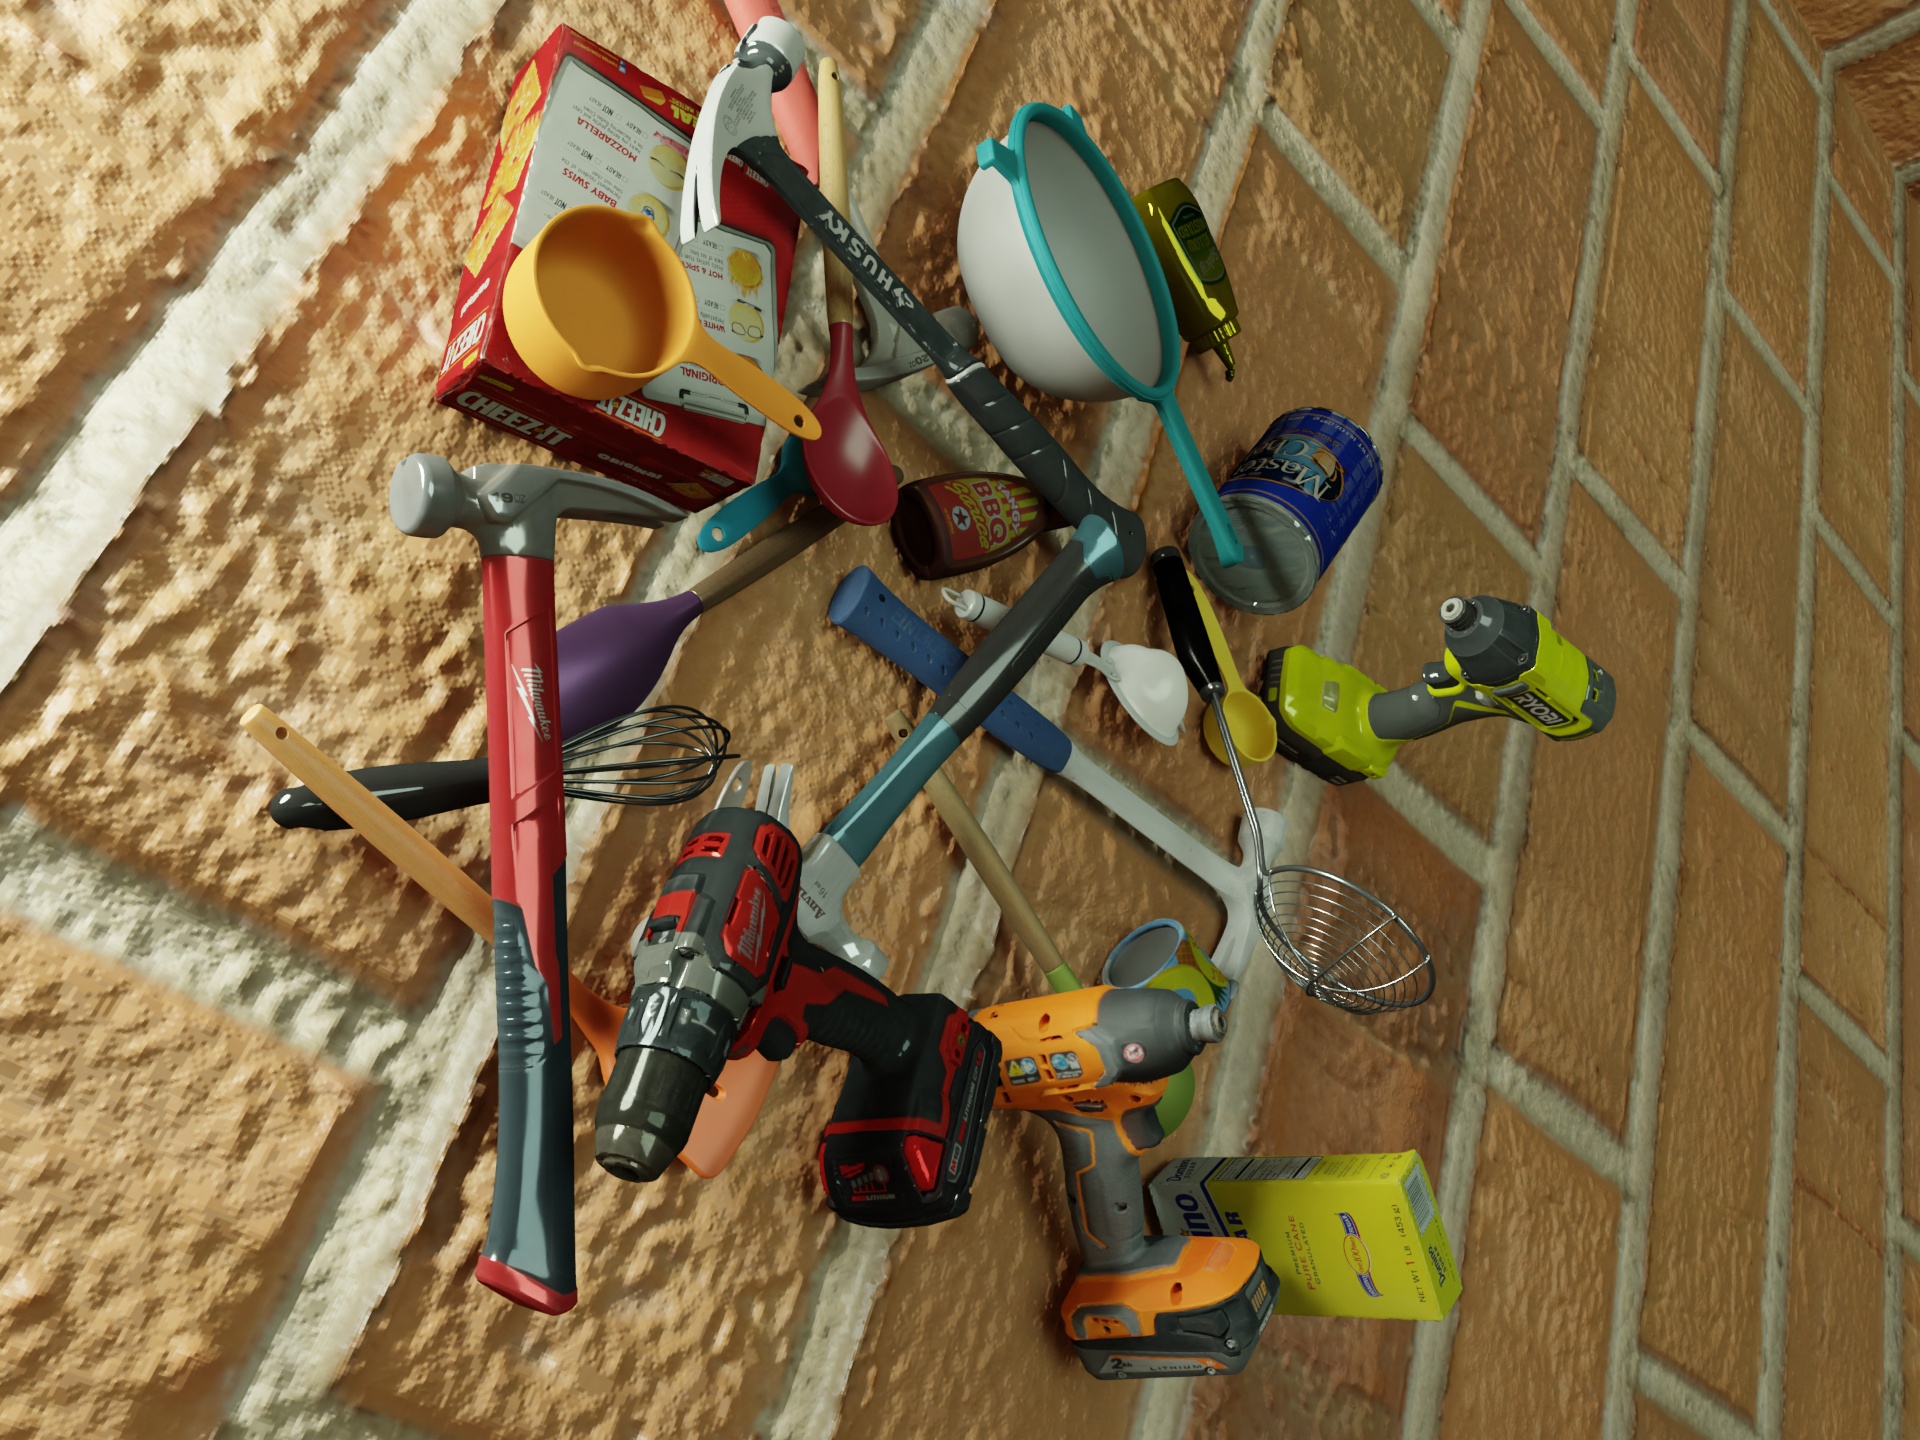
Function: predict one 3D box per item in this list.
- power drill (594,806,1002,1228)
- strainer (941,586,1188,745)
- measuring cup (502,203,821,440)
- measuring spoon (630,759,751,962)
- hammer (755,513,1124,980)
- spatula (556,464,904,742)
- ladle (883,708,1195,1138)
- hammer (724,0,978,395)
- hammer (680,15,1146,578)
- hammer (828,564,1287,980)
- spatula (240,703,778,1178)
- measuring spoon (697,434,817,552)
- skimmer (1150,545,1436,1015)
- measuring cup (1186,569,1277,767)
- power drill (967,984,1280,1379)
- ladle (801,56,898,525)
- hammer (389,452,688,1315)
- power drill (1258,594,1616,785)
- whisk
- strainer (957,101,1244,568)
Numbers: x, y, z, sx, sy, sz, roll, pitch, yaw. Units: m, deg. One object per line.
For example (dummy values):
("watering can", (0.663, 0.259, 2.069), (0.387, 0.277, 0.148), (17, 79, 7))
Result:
("power drill", (-0.082, 0.176, 0.798), (0.226, 0.080, 0.188), (48, 42, -34))
("strainer", (0.083, -0.043, 1.059), (0.258, 0.050, 0.087), (21, 40, -39))
("measuring cup", (-0.150, -0.184, 0.808), (0.173, 0.052, 0.095), (31, 61, -33))
("measuring spoon", (-0.143, 0.075, 0.841), (0.124, 0.018, 0.034), (-66, 152, -16))
("hammer", (-0.002, -0.003, 0.952), (0.128, 0.033, 0.331), (51, 63, -21))
("spatula", (-0.133, -0.077, 0.909), (0.316, 0.018, 0.059), (-41, 109, -39))
("ladle", (0.044, 0.129, 0.993), (0.078, 0.062, 0.320), (-33, 93, 3))
("hammer", (-0.110, -0.384, 1.004), (0.149, 0.037, 0.359), (-29, 98, -42))
("hammer", (-0.010, -0.221, 0.968), (0.408, 0.036, 0.149), (42, 54, -33))
("hammer", (0.074, 0.034, 1.048), (0.405, 0.035, 0.144), (36, 56, -29))
("spatula", (-0.210, 0.102, 0.759), (0.322, 0.041, 0.081), (50, 51, -30))
("measuring spoon", (-0.109, -0.136, 0.943), (0.042, 0.021, 0.129), (56, 48, -14))
("skimmer", (0.218, 0.029, 1.091), (0.090, 0.127, 0.364), (-9, 62, -10))
("measuring cup", (0.187, -0.037, 1.183), (0.062, 0.029, 0.157), (-7, 71, -42))
("power drill", (0.106, 0.262, 0.926), (0.084, 0.164, 0.226), (-31, 101, -58))
("ladle", (-0.074, -0.262, 0.962), (0.069, 0.031, 0.315), (10, 71, -43))
("hammer", (-0.188, 0.073, 0.745), (0.143, 0.038, 0.386), (2, 82, -44))
("power drill", (0.336, -0.025, 1.168), (0.171, 0.223, 0.080), (28, 61, -33))
("whisk", (-0.216, 0.028, 0.787), (0.239, 0.055, 0.055), (-8, 84, -38))
("strainer", (0.089, -0.245, 1.097), (0.340, 0.095, 0.211), (62, 30, -16))
